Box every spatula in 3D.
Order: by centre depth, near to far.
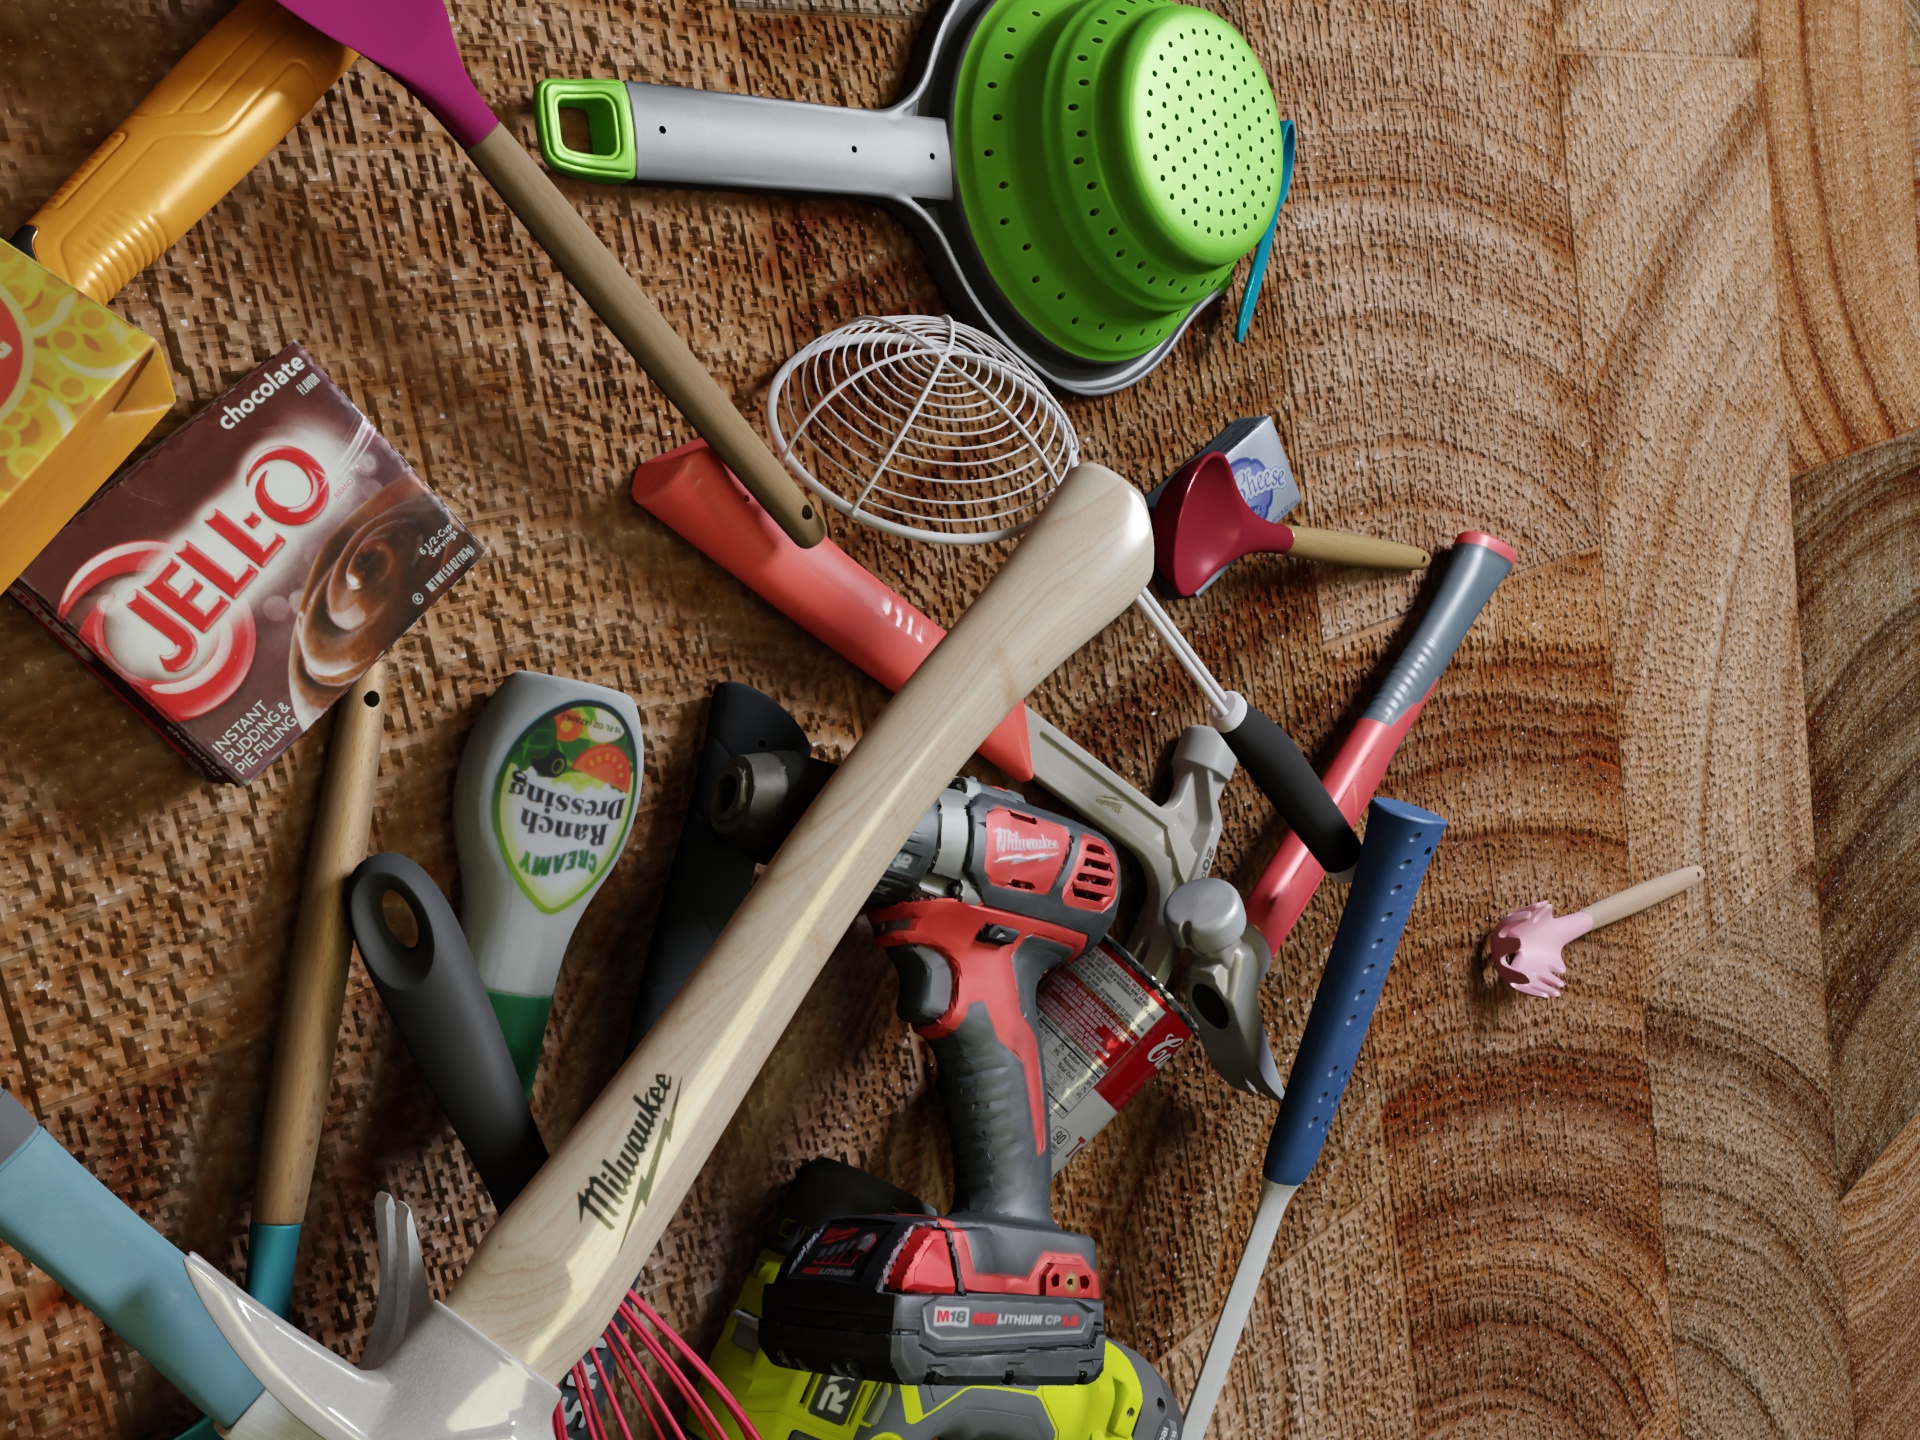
[{"bbox_3d":[-0.225,0.135,0.519,0.082,0.044,0.317,16,77,-43],"label":"spatula"}]

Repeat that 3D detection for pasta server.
[{"bbox_3d":[0.454,0.134,1.108,0.316,0.040,0.060,-9,87,-42],"label":"pasta server"}]

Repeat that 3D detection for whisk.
[{"bbox_3d":[-0.130,0.178,0.521,0.073,0.073,0.296,-26,91,-38],"label":"whisk"}]

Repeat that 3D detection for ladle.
[{"bbox_3d":[0.182,-0.095,0.838,0.315,0.031,0.069,-2,108,-52],"label":"ladle"}]

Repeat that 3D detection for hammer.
[{"bbox_3d":[-0.276,0.113,0.435,0.128,0.033,0.330,-49,113,-29],"label":"hammer"},{"bbox_3d":[-0.244,-0.137,0.462,0.127,0.034,0.337,32,65,-9],"label":"hammer"},{"bbox_3d":[-0.059,0.055,0.529,0.146,0.038,0.411,40,64,-9],"label":"hammer"},{"bbox_3d":[-0.128,0.180,0.579,0.149,0.036,0.409,20,73,-22],"label":"hammer"},{"bbox_3d":[-0.001,-0.002,0.702,0.358,0.037,0.149,36,69,-37],"label":"hammer"},{"bbox_3d":[0.158,0.233,0.783,0.144,0.035,0.405,8,103,-43],"label":"hammer"},{"bbox_3d":[0.230,0.030,0.890,0.386,0.038,0.143,-49,132,-34],"label":"hammer"}]

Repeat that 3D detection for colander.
[{"bbox_3d":[0.019,-0.243,0.670,0.397,0.094,0.204,-12,100,-41],"label":"colander"}]

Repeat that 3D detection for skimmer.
[{"bbox_3d":[0.063,-0.035,0.708,0.363,0.090,0.127,48,38,-30],"label":"skimmer"}]

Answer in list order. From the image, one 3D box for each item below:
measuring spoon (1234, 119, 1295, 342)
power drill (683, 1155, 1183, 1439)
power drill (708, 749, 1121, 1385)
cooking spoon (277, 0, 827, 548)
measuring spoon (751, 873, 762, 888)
[{"bbox_3d":[0.152,-0.256,0.832,0.042,0.021,0.129,50,54,-67],"label":"measuring spoon"},{"bbox_3d":[-0.020,0.315,0.672,0.228,0.080,0.191,39,66,-32],"label":"power drill"},{"bbox_3d":[-0.020,0.126,0.600,0.187,0.080,0.227,20,65,-39],"label":"power drill"},{"bbox_3d":[-0.141,-0.171,0.526,0.318,0.017,0.069,50,49,-33],"label":"cooking spoon"},{"bbox_3d":[-0.044,0.068,0.685,0.117,0.011,0.021,-6,94,-45],"label":"measuring spoon"}]
